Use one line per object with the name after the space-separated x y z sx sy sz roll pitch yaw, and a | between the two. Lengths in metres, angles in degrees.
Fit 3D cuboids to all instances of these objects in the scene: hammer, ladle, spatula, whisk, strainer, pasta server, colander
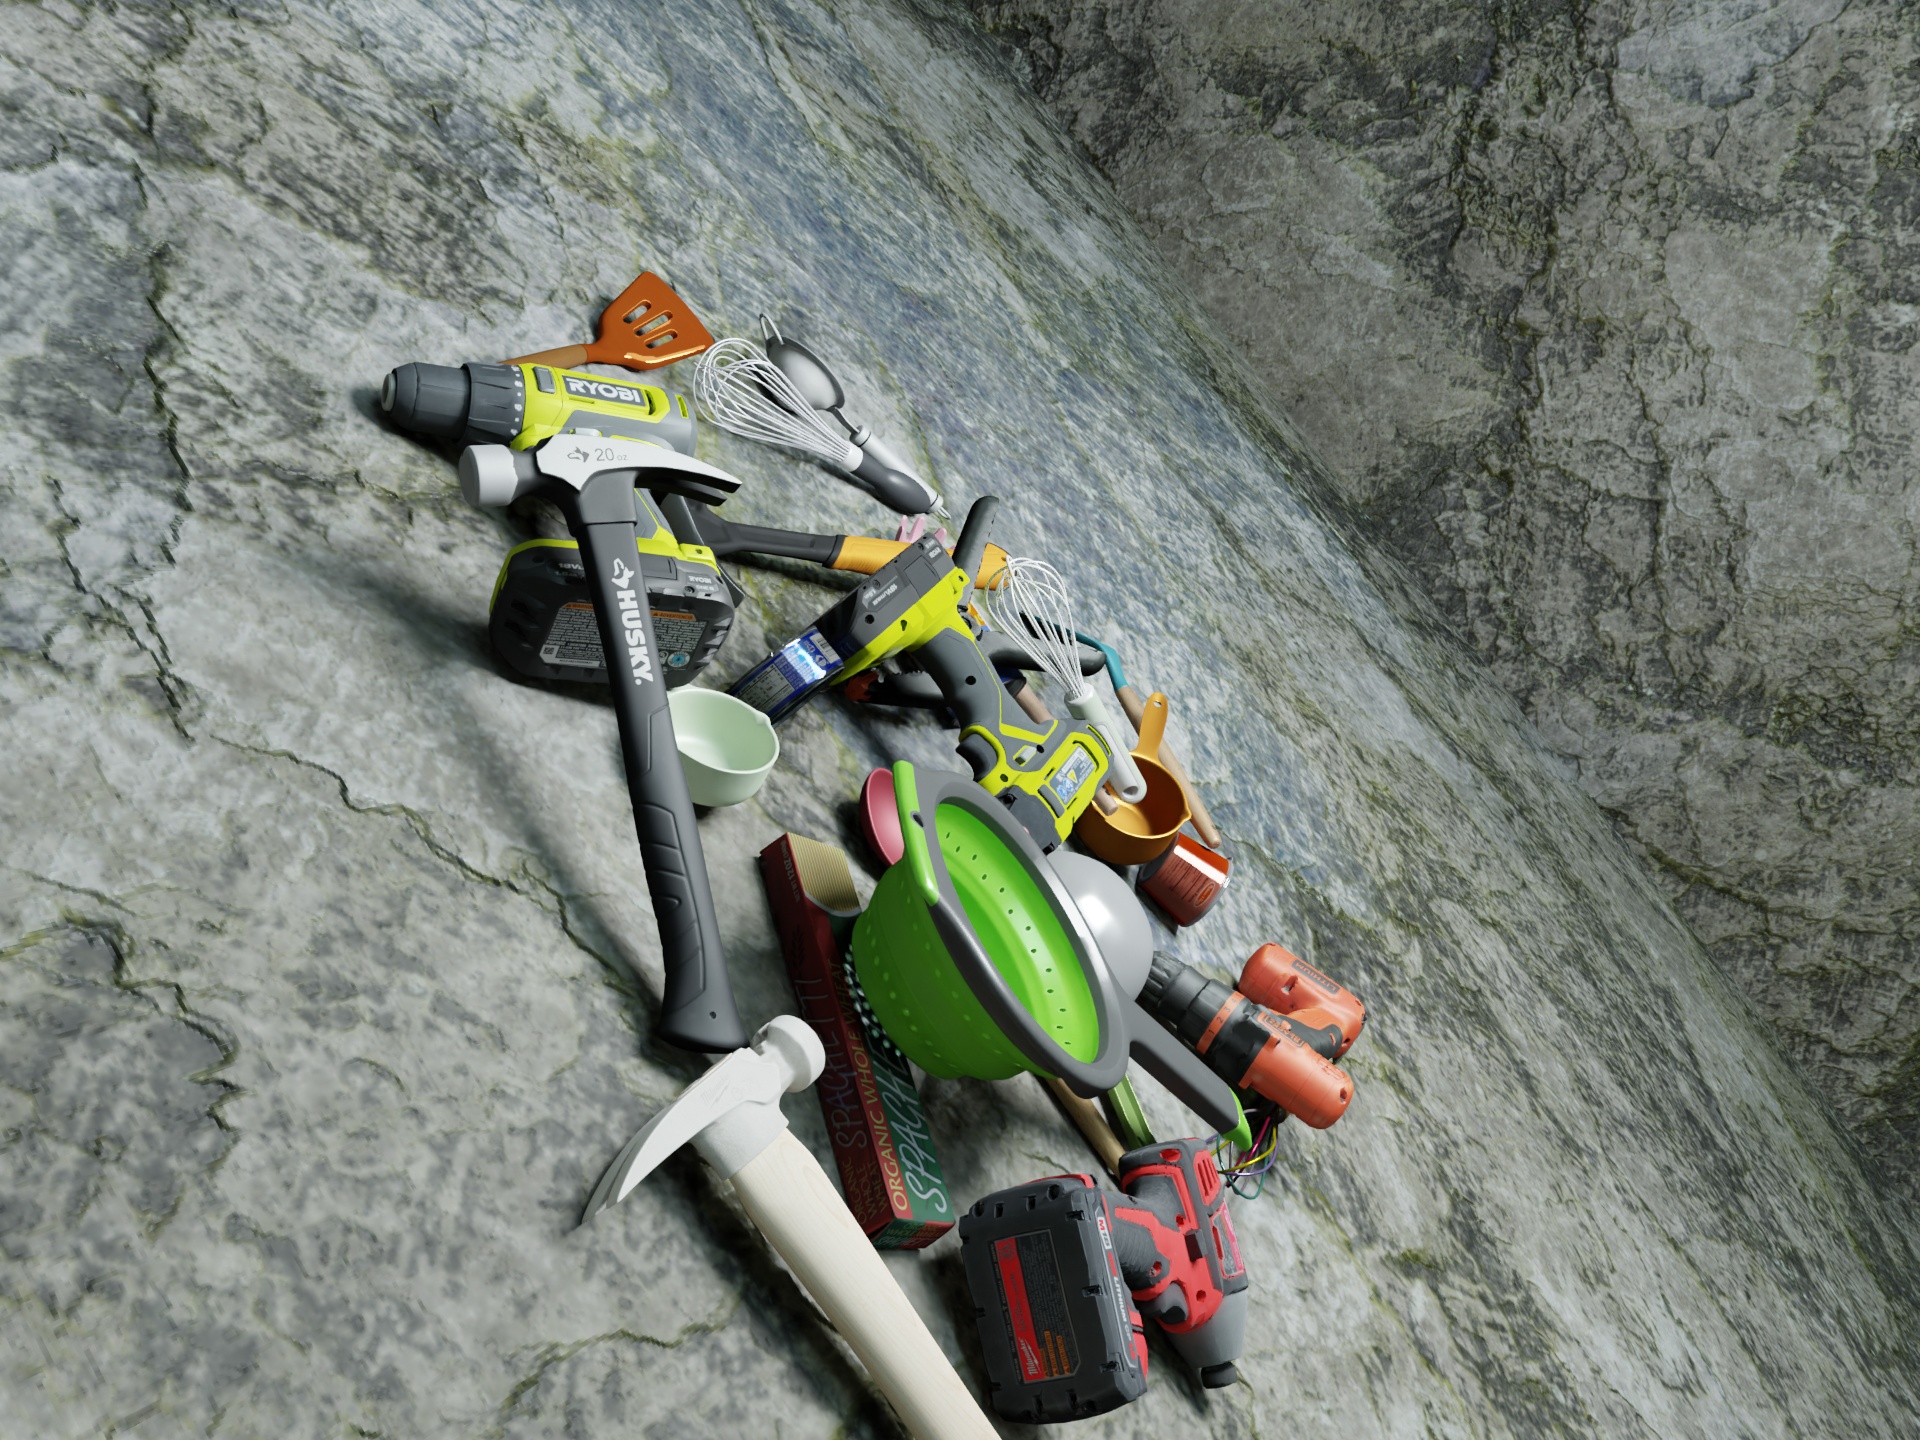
-0.158 0.010 0.835 0.146 0.035 0.335 -8 79 -33 | hammer
-0.008 0.339 0.742 0.410 0.038 0.146 53 38 2 | hammer
0.022 0.169 1.042 0.315 0.031 0.069 55 25 8 | ladle
-0.280 -0.265 1.136 0.081 0.041 0.323 48 27 -4 | spatula
0.229 0.295 1.174 0.051 0.047 0.245 45 21 15 | whisk
-0.116 -0.238 1.342 0.284 0.070 0.070 26 34 -47 | whisk
0.085 -0.025 1.188 0.246 0.058 0.059 58 12 -33 | whisk
0.148 0.000 1.398 0.082 0.044 0.318 24 29 -42 | spatula
-0.096 -0.257 1.414 0.258 0.050 0.087 39 -17 -31 | strainer
-0.075 -0.122 1.217 0.336 0.034 0.127 1 52 -46 | hammer
0.036 -0.048 1.299 0.060 0.040 0.316 -5 50 -48 | pasta server
0.104 0.185 1.097 0.151 0.069 0.257 22 36 -44 | strainer
0.051 0.184 0.963 0.396 0.094 0.205 45 20 -36 | colander

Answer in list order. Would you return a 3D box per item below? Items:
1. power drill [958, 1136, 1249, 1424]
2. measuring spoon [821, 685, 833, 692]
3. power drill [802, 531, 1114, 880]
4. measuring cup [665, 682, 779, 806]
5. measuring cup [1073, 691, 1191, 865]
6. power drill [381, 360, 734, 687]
0.096 0.316 0.892 0.219 0.078 0.143 14 58 -57 | power drill
-0.091 -0.050 1.179 0.034 0.018 0.124 44 33 -11 | measuring spoon
-0.002 -0.003 1.093 0.223 0.080 0.171 51 41 -7 | power drill
-0.181 -0.009 0.962 0.168 0.038 0.083 41 32 23 | measuring cup
0.144 0.047 1.315 0.095 0.052 0.174 22 44 -1 | measuring cup
-0.239 -0.132 0.956 0.190 0.080 0.229 4 46 -32 | power drill
